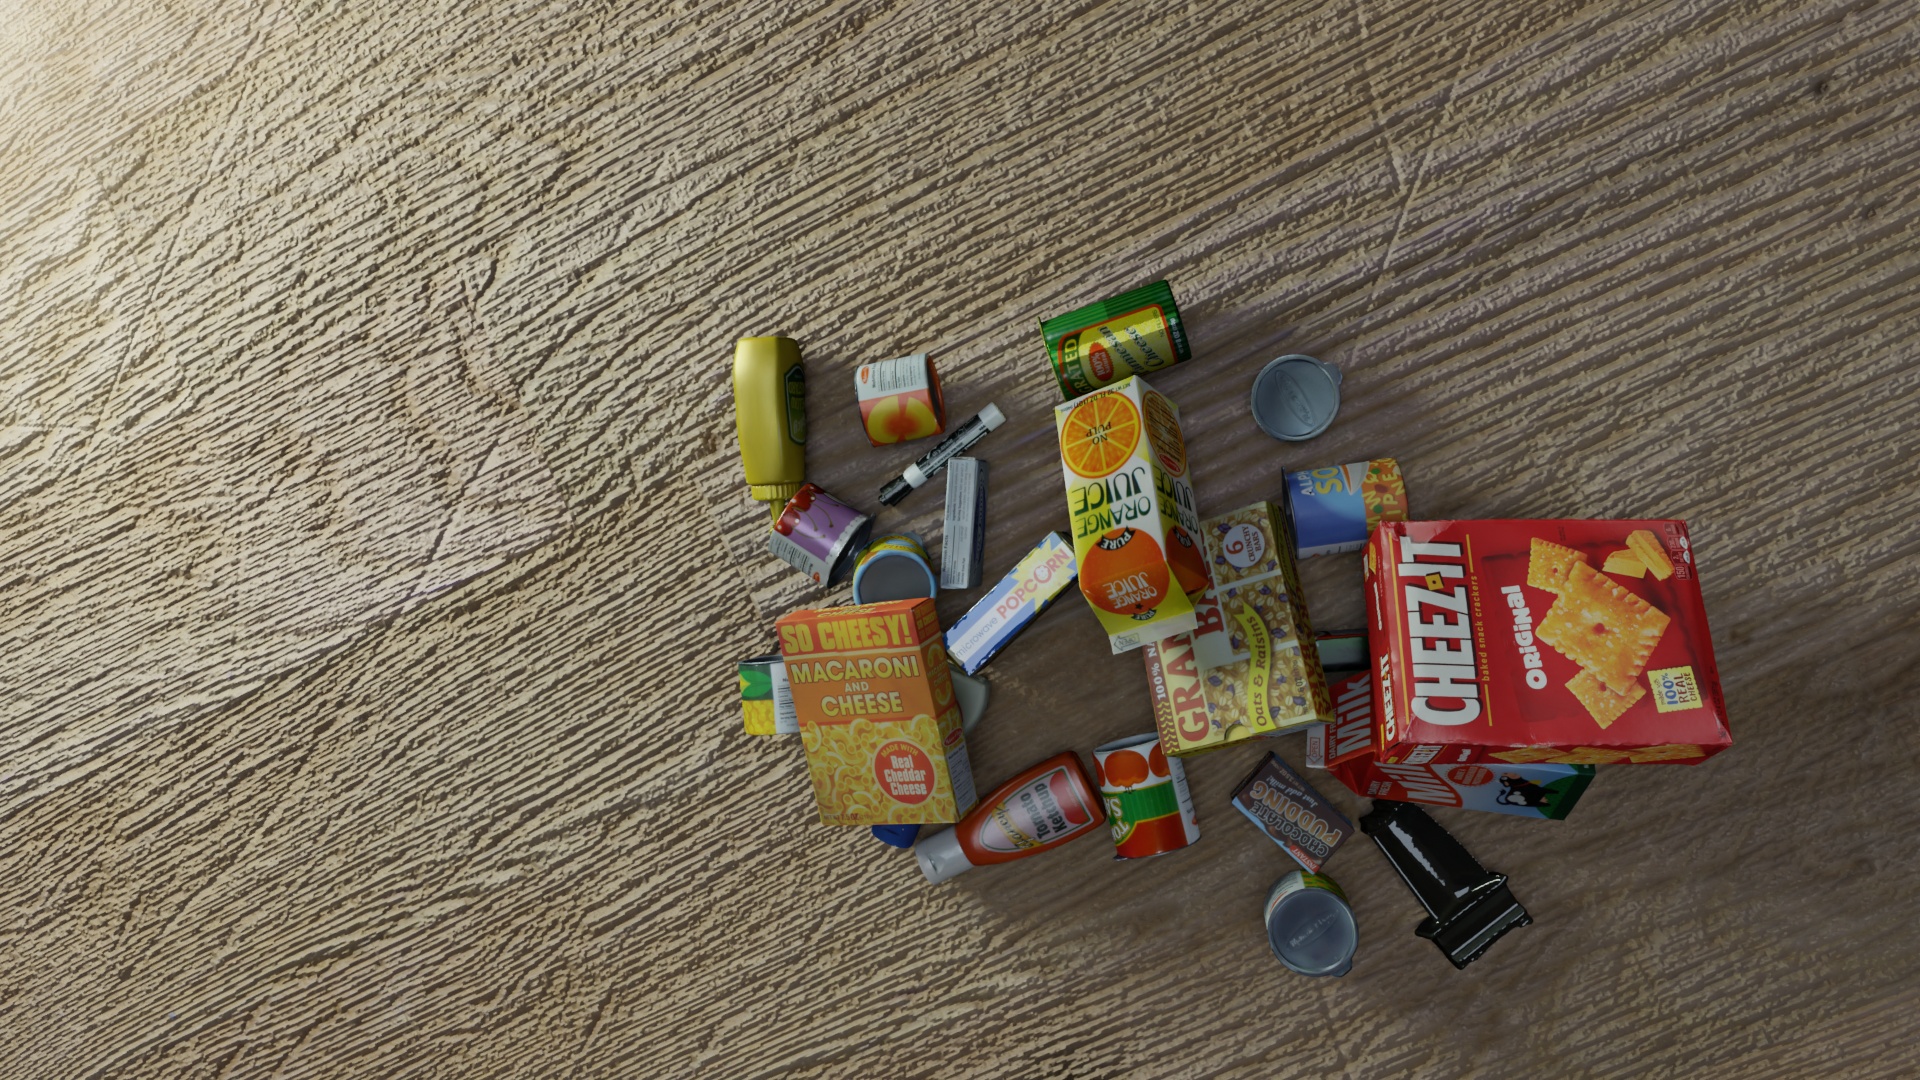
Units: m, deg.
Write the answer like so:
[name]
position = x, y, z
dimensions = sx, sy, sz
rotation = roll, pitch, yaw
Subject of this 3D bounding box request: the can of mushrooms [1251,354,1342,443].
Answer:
[can of mushrooms]
position = 0.258, -0.109, 1.064
dimensions = 0.071, 0.033, 0.071
rotation = 0, 90, 10

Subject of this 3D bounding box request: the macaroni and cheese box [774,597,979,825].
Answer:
[macaroni and cheese box]
position = -0.064, 0.131, 1.054
dimensions = 0.123, 0.040, 0.166
rotation = -7, 100, 27

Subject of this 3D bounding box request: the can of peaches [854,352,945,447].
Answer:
[can of peaches]
position = -0.046, -0.110, 1.098
dimensions = 0.058, 0.071, 0.071
rotation = -11, 89, 9

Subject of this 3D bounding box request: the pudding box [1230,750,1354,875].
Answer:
[pudding box]
position = 0.254, 0.209, 1.067
dimensions = 0.084, 0.030, 0.049
rotation = 42, 97, 7

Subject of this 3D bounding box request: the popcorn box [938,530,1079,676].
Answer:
[popcorn box]
position = 0.045, 0.047, 1.072
dimensions = 0.126, 0.085, 0.038
rotation = -44, 82, 7

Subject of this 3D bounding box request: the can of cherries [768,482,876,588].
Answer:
[can of cherries]
position = -0.110, -0.006, 1.108
dimensions = 0.058, 0.071, 0.071
rotation = 31, 95, 9

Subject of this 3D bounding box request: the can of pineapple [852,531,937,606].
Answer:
[can of pineapple]
position = -0.052, 0.031, 1.093
dimensions = 0.071, 0.058, 0.071
rotation = -1, 102, -5

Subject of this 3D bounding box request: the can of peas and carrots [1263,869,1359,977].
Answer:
[can of peas and carrots]
position = 0.266, 0.290, 1.050
dimensions = 0.071, 0.059, 0.071
rotation = 0, 91, 9

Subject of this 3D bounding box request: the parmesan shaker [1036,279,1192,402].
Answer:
[parmesan shaker]
position = 0.118, -0.156, 1.068
dimensions = 0.103, 0.071, 0.071
rotation = -19, 87, 9

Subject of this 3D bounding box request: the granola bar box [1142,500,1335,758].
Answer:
[granola bar box]
position = 0.195, 0.067, 1.030
dimensions = 0.124, 0.039, 0.166
rotation = -20, 71, 31

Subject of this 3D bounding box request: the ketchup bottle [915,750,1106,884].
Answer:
[ketchup bottle]
position = 0.037, 0.224, 1.095
dimensions = 0.149, 0.043, 0.065
rotation = -28, 87, 9

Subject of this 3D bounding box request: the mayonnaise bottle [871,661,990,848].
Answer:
[mayonnaise bottle]
position = -0.029, 0.170, 1.106
dimensions = 0.065, 0.041, 0.148
rotation = 22, 94, 10

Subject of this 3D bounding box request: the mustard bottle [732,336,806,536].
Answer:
[mustard bottle]
position = -0.150, -0.083, 1.117
dimensions = 0.049, 0.065, 0.160
rotation = -2, 96, 15

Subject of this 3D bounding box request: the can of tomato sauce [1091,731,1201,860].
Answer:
[can of tomato sauce]
position = 0.140, 0.195, 1.066
dimensions = 0.071, 0.071, 0.083
rotation = -15, 87, 9

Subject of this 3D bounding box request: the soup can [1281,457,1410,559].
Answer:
[soup can]
position = 0.288, -0.027, 1.042
dimensions = 0.084, 0.071, 0.071
rotation = -9, 89, 9

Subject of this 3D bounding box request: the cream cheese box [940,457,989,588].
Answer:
[cream cheese box]
position = 0.004, -0.014, 1.095
dimensions = 0.024, 0.053, 0.103
rotation = 4, 91, 11

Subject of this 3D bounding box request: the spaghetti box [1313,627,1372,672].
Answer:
[spaghetti box]
position = 0.345, 0.078, 1.042
dimensions = 0.250, 0.050, 0.028
rotation = -5, 91, 9

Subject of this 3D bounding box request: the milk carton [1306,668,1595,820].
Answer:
[milk carton]
position = 0.350, 0.146, 1.014
dimensions = 0.191, 0.073, 0.073
rotation = 6, 53, 8

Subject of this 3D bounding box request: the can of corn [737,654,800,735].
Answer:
[can of corn]
position = -0.144, 0.122, 1.114
dimensions = 0.071, 0.071, 0.058
rotation = -6, 90, 9

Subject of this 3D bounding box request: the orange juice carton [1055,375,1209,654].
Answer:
[orange juice carton]
position = 0.129, -0.016, 1.023
dimensions = 0.071, 0.073, 0.193
rotation = -20, 63, 30
